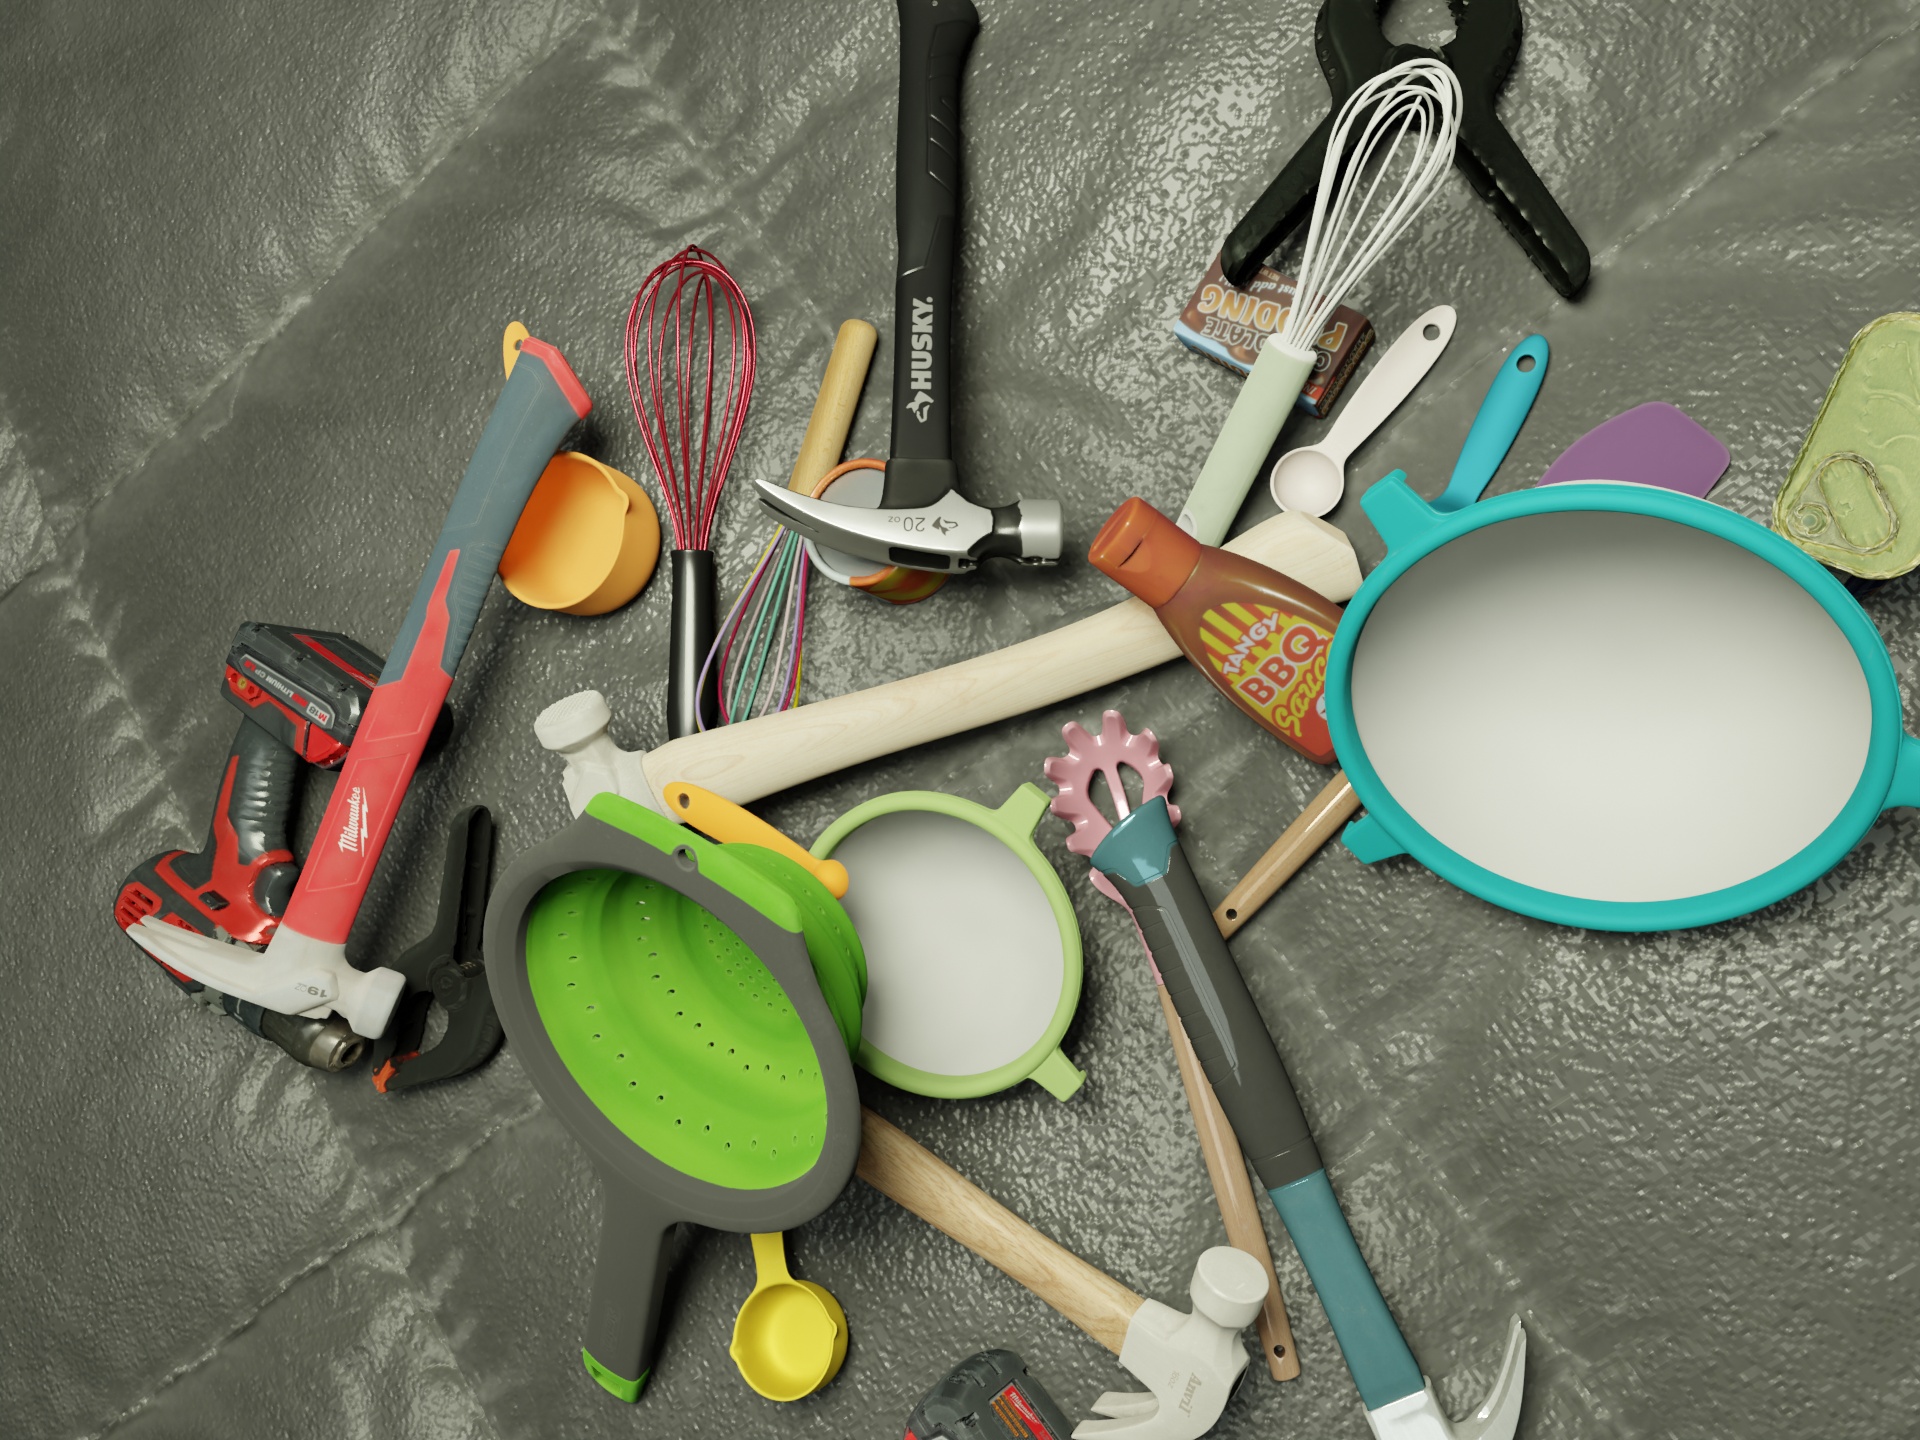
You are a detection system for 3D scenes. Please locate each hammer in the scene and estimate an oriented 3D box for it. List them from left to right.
[{"bbox_3d":[-0.307,-0.027,0.852,0.143,0.038,0.386,23,94,-11],"label":"hammer"},{"bbox_3d":[-0.023,-0.234,0.805,0.146,0.035,0.335,1,72,-2],"label":"hammer"},{"bbox_3d":[-0.012,0.230,0.769,0.331,0.031,0.130,27,121,29],"label":"hammer"},{"bbox_3d":[-0.001,-0.003,0.792,0.410,0.038,0.146,-18,111,12],"label":"hammer"},{"bbox_3d":[0.142,0.192,0.711,0.128,0.033,0.331,-26,83,10],"label":"hammer"}]

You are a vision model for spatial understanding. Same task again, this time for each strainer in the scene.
[{"bbox_3d":[-0.051,0.106,0.799,0.256,0.069,0.151,-4,99,25],"label":"strainer"},{"bbox_3d":[0.323,-0.011,0.630,0.340,0.095,0.210,10,129,22],"label":"strainer"}]

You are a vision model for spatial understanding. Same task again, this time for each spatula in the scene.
[{"bbox_3d":[0.222,-0.017,0.732,0.060,0.018,0.316,43,99,15],"label":"spatula"}]

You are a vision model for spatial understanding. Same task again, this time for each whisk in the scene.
[{"bbox_3d":[-0.147,-0.111,0.866,0.073,0.073,0.296,0,90,21],"label":"whisk"},{"bbox_3d":[-0.086,-0.096,0.851,0.047,0.051,0.245,16,86,14],"label":"whisk"},{"bbox_3d":[0.154,-0.176,0.719,0.058,0.059,0.246,59,136,43],"label":"whisk"}]

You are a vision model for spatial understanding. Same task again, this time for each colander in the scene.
[{"bbox_3d":[-0.128,0.188,0.772,0.204,0.094,0.396,28,126,18],"label":"colander"}]

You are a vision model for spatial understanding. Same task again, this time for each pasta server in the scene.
[{"bbox_3d":[0.107,0.150,0.749,0.060,0.040,0.316,-17,80,10],"label":"pasta server"}]

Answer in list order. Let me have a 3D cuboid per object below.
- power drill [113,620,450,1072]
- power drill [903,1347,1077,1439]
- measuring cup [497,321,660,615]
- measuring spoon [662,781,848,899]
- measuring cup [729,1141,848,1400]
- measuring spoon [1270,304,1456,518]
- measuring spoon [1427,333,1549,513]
[{"bbox_3d":[-0.387,0.076,0.932,0.188,0.080,0.226,31,99,21],"label":"power drill"},{"bbox_3d":[-0.037,0.411,0.761,0.219,0.078,0.143,-46,70,14],"label":"power drill"},{"bbox_3d":[-0.223,-0.142,0.902,0.095,0.052,0.174,-20,76,18],"label":"measuring cup"},{"bbox_3d":[-0.103,0.057,0.770,0.117,0.011,0.021,25,105,26],"label":"measuring spoon"},{"bbox_3d":[-0.094,0.269,0.828,0.062,0.029,0.157,-20,66,17],"label":"measuring cup"},{"bbox_3d":[0.194,-0.147,0.761,0.034,0.018,0.124,40,93,8],"label":"measuring spoon"},{"bbox_3d":[0.238,-0.121,0.734,0.042,0.021,0.128,27,96,21],"label":"measuring spoon"}]
